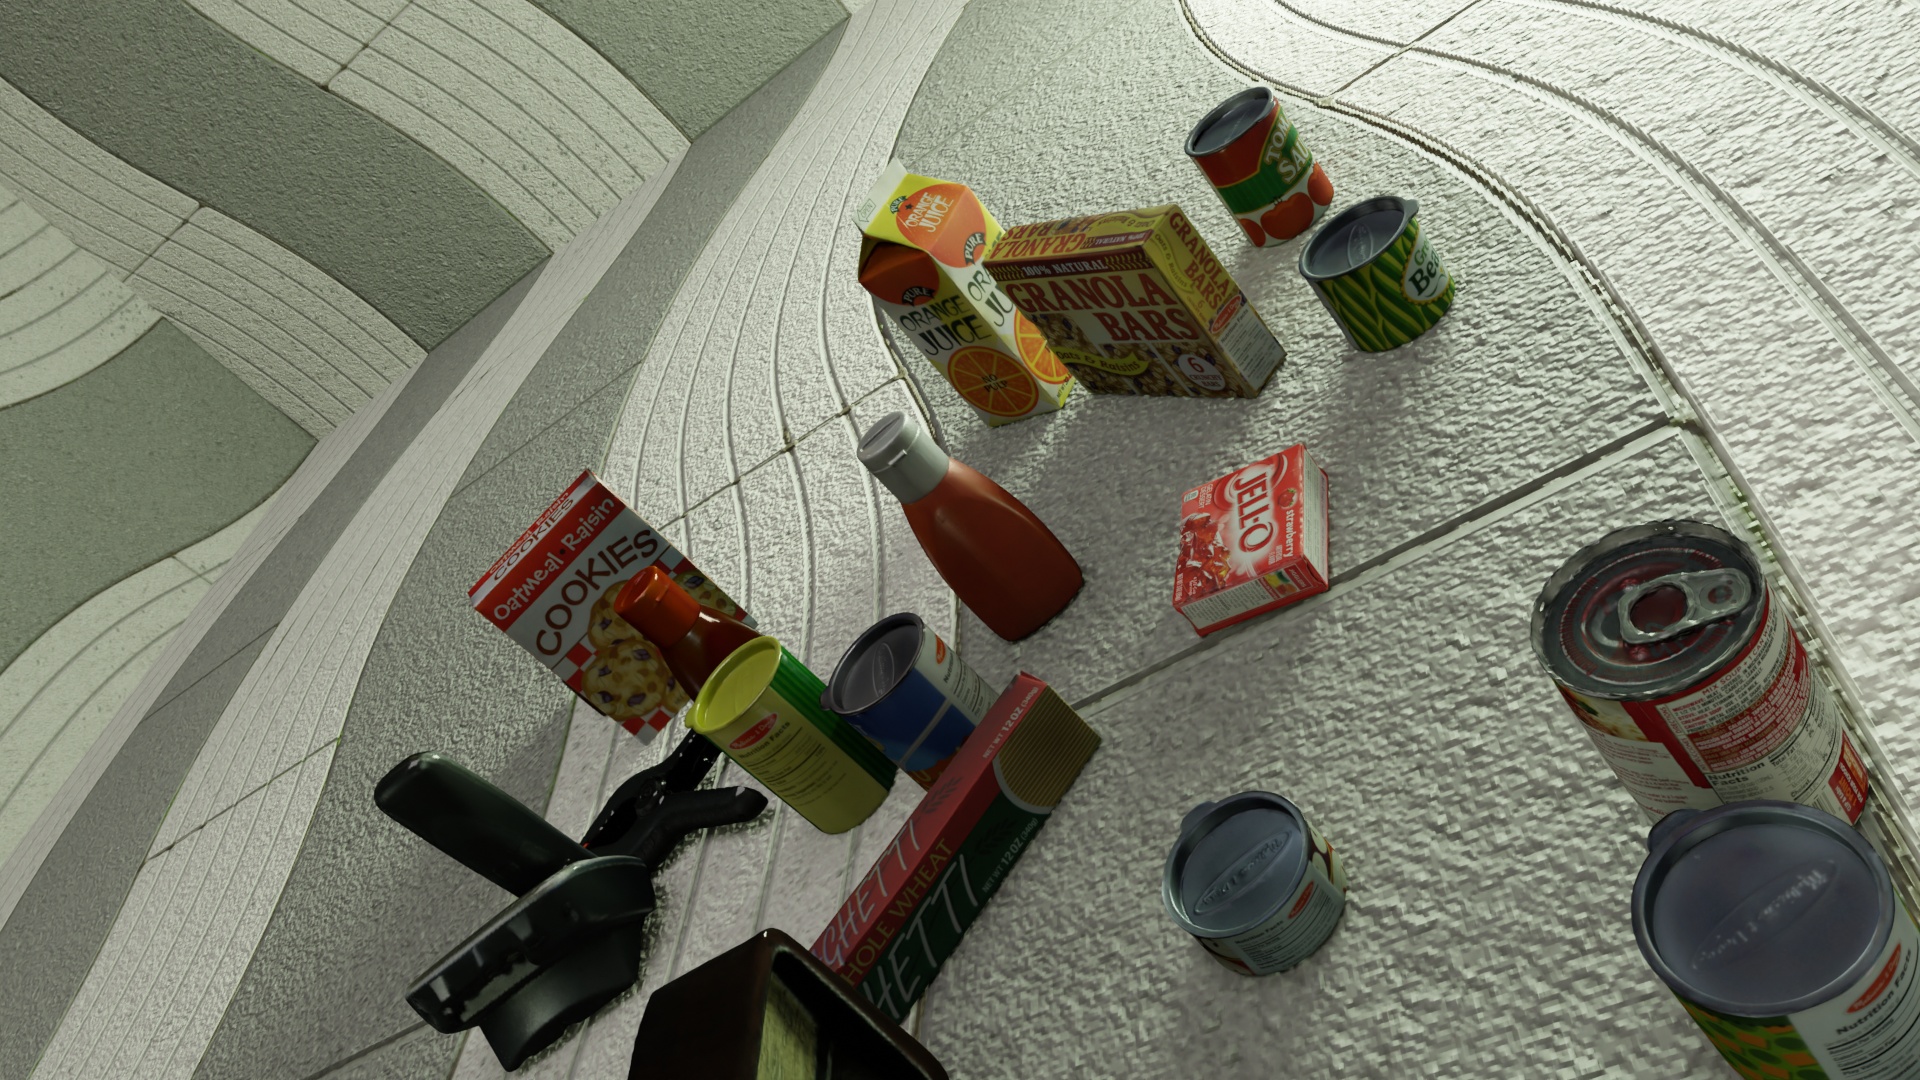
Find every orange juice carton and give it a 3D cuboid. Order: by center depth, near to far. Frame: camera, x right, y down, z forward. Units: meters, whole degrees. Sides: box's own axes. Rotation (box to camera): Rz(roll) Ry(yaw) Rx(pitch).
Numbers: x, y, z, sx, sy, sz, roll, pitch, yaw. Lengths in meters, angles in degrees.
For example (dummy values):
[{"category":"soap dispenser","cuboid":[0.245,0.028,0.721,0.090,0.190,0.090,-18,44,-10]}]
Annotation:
[{"category":"orange juice carton","cuboid":[0.001,-0.173,0.960,0.073,0.192,0.072,-12,41,45]}]

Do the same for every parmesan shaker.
[{"category":"parmesan shaker","cuboid":[-0.094,0.112,0.785,0.071,0.103,0.072,-32,30,21]}]

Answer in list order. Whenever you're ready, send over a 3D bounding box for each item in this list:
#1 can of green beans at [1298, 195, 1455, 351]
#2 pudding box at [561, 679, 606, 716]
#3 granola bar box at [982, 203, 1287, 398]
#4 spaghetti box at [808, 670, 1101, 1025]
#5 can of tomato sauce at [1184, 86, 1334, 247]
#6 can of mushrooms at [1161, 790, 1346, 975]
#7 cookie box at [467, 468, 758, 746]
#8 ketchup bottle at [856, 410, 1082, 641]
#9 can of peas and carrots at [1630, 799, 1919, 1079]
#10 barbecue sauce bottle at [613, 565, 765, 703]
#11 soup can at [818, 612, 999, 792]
[{"category":"can of green beans","cuboid":[0.230,-0.147,0.767,0.071,0.057,0.071,-32,30,21]},{"category":"pudding box","cuboid":[-0.301,0.102,1.129,0.030,0.049,0.084,-44,28,0]},{"category":"granola bar box","cuboid":[0.103,-0.144,0.859,0.039,0.124,0.165,-52,29,-16]},{"category":"spaghetti box","cuboid":[-0.023,0.176,0.661,0.251,0.050,0.028,-52,29,-16]},{"category":"can of tomato sauce","cuboid":[0.200,-0.247,0.919,0.071,0.083,0.071,-32,30,21]},{"category":"can of mushrooms","cuboid":[0.116,0.135,0.553,0.071,0.033,0.071,-32,30,21]},{"category":"cookie box","cuboid":[-0.250,0.049,1.008,0.123,0.167,0.040,-48,28,-8]},{"category":"ketchup bottle","cuboid":[0.003,-0.010,0.778,0.064,0.148,0.044,-40,28,7]},{"category":"can of peas and carrots","cuboid":[0.234,0.116,0.396,0.071,0.058,0.071,-32,30,21]},{"category":"barbecue sauce bottle","cuboid":[-0.148,0.075,0.859,0.043,0.148,0.065,-12,41,45]},{"category":"soup can","cuboid":[-0.021,0.091,0.740,0.071,0.083,0.072,-32,30,21]}]
